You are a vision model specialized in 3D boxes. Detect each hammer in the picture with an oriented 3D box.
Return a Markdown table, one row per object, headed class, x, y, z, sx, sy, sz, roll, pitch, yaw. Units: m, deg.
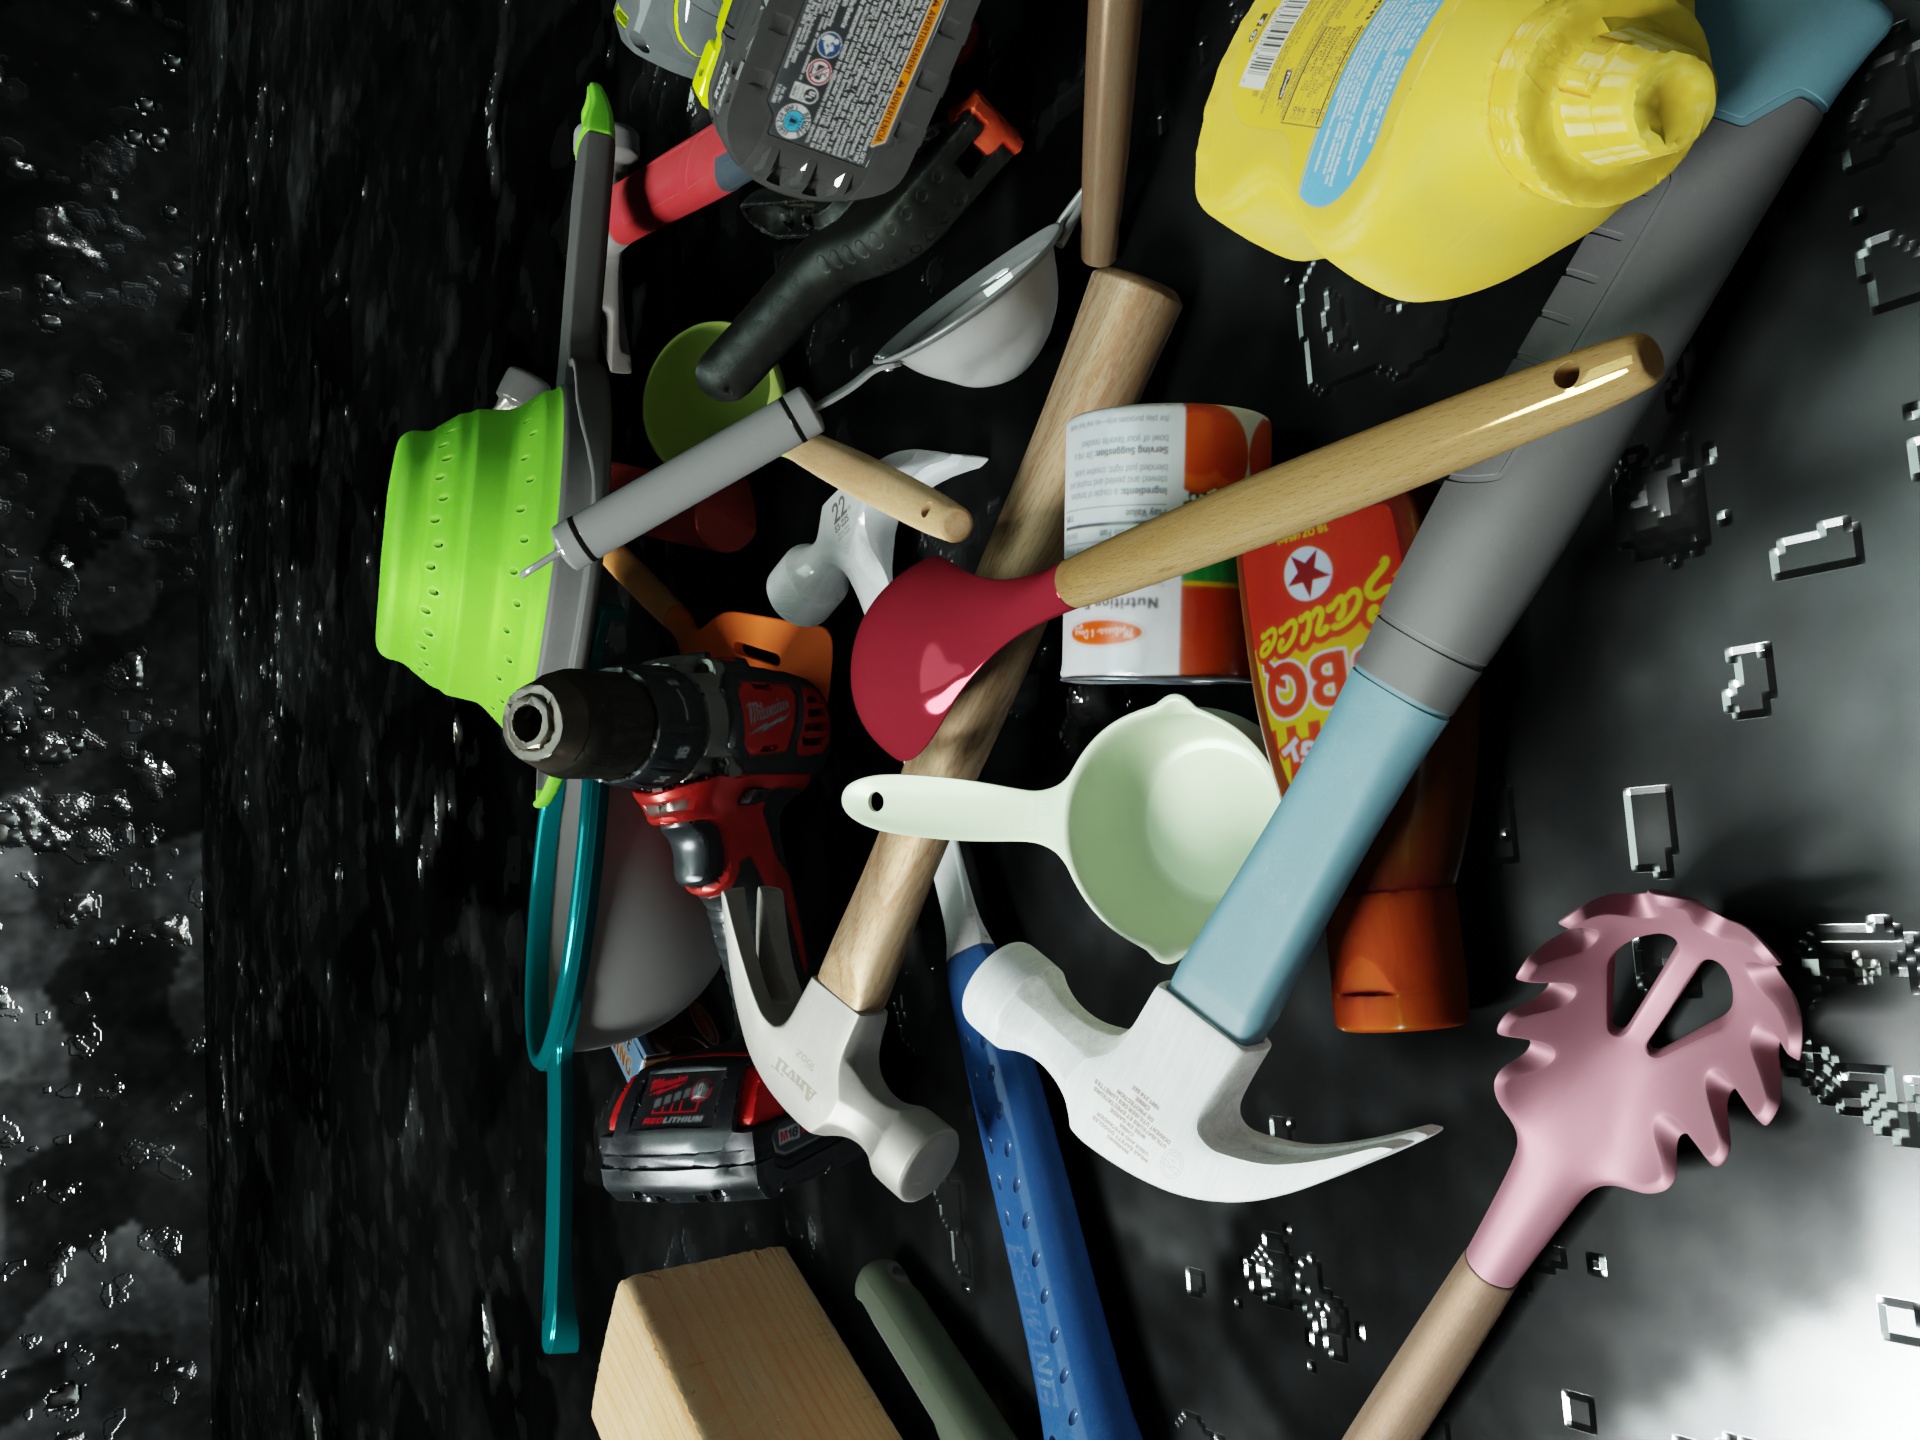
| class | x | y | z | sx | sy | sz | roll | pitch | yaw |
| --- | --- | --- | --- | --- | --- | --- | --- | --- | --- |
| hammer | -0.226 | -0.130 | 0.940 | 0.359 | 0.036 | 0.149 | 21 | 85 | 52 |
| hammer | 0.003 | 0.079 | 0.623 | 0.144 | 0.035 | 0.406 | -41 | 57 | 49 |
| hammer | -0.001 | -0.002 | 0.578 | 0.130 | 0.031 | 0.331 | 30 | 104 | 37 |
| hammer | -0.113 | -0.271 | 0.798 | 0.386 | 0.038 | 0.143 | 5 | 95 | 56 |
| hammer | 0.116 | -0.021 | 0.399 | 0.128 | 0.033 | 0.331 | 37 | 109 | 33 |

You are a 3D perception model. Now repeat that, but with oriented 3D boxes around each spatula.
| class | x | y | z | sx | sy | sz | roll | pitch | yaw |
| --- | --- | --- | --- | --- | --- | --- | --- | --- | --- |
| spatula | 0.050 | -0.277 | 0.463 | 0.315 | 0.018 | 0.060 | 90 | -169 | -46 |
| spatula | -0.155 | -0.062 | 0.876 | 0.323 | 0.041 | 0.081 | 39 | 122 | 54 |

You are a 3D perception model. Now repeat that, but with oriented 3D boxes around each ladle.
| class | x | y | z | sx | sy | sz | roll | pitch | yaw |
| --- | --- | --- | --- | --- | --- | --- | --- | --- | --- |
| ladle | 0.049 | -0.043 | 0.443 | 0.315 | 0.031 | 0.069 | -18 | 66 | 54 |
| ladle | -0.072 | -0.118 | 0.675 | 0.078 | 0.062 | 0.320 | -65 | 28 | 7 |

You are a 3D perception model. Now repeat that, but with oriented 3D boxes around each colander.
| class | x | y | z | sx | sy | sz | roll | pitch | yaw |
| --- | --- | --- | --- | --- | --- | --- | --- | --- | --- |
| colander | -0.234 | -0.158 | 0.805 | 0.204 | 0.094 | 0.397 | 141 | 132 | -63 |

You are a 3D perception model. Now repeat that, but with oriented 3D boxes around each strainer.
| class | x | y | z | sx | sy | sz | roll | pitch | yaw |
| --- | --- | --- | --- | --- | --- | --- | --- | --- | --- |
| strainer | -0.155 | 0.127 | 0.776 | 0.211 | 0.095 | 0.341 | 124 | 145 | -53 |
| strainer | -0.051 | -0.116 | 0.591 | 0.050 | 0.258 | 0.087 | 60 | -179 | -18 |

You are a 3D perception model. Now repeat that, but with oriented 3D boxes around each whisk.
| class | x | y | z | sx | sy | sz | roll | pitch | yaw |
| --- | --- | --- | --- | --- | --- | --- | --- | --- | --- |
| whisk | 0.017 | 0.287 | 0.597 | 0.059 | 0.057 | 0.247 | -49 | 36 | -2 |

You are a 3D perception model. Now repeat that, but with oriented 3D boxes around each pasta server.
| class | x | y | z | sx | sy | sz | roll | pitch | yaw |
| --- | --- | --- | --- | --- | --- | --- | --- | --- | --- |
| pasta server | 0.130 | 0.171 | 0.432 | 0.060 | 0.040 | 0.316 | 32 | 121 | 23 |

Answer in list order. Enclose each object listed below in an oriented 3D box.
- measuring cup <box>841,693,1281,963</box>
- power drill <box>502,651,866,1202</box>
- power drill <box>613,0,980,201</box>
| class | x | y | z | sx | sy | sz | roll | pitch | yaw |
| --- | --- | --- | --- | --- | --- | --- | --- | --- | --- |
| measuring cup | 0.036 | 0.031 | 0.525 | 0.168 | 0.038 | 0.083 | 3 | 93 | 34 |
| power drill | -0.112 | 0.082 | 0.670 | 0.080 | 0.187 | 0.227 | -9 | 85 | 25 |
| power drill | -0.066 | -0.327 | 0.632 | 0.190 | 0.080 | 0.229 | -61 | 37 | 30 |
